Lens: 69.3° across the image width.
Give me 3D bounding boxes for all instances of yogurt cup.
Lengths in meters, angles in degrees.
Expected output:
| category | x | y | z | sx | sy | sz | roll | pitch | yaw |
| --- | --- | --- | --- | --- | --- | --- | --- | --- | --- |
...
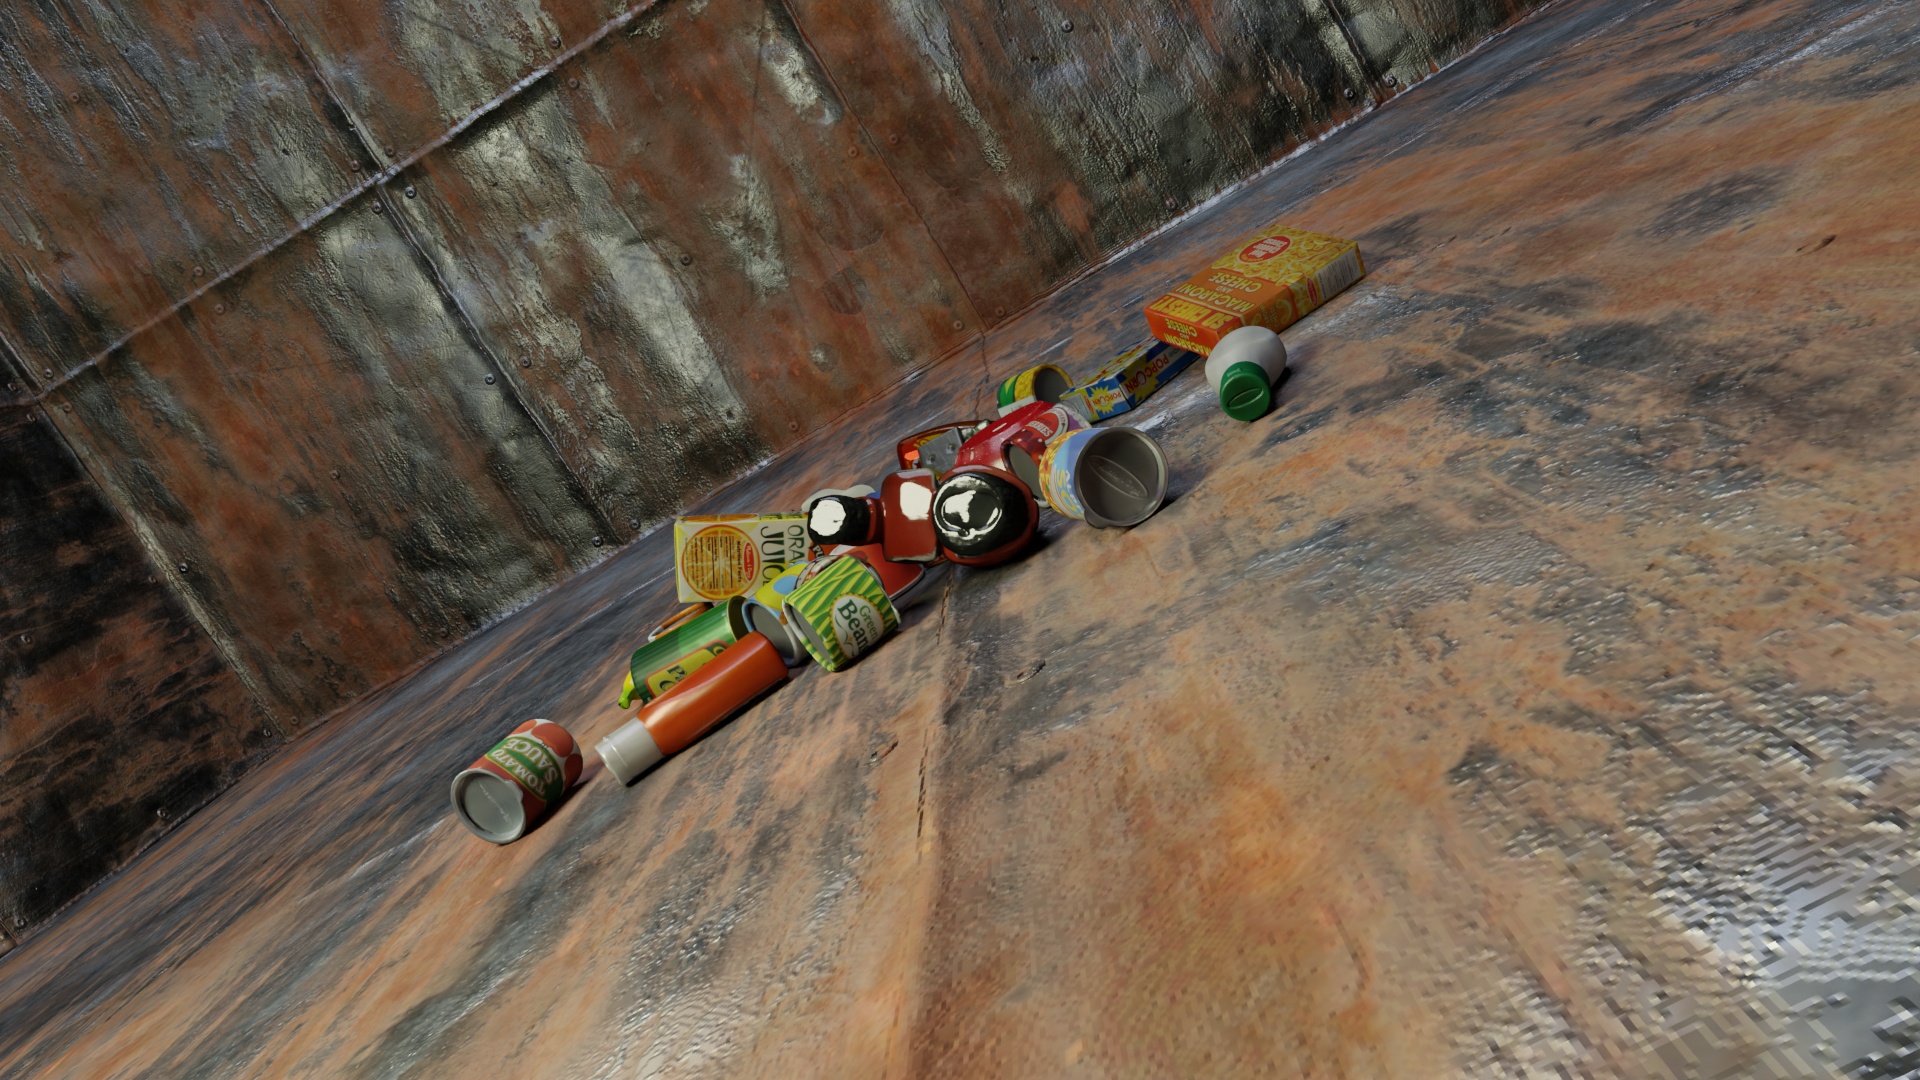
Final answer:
| category | x | y | z | sx | sy | sz | roll | pitch | yaw |
| --- | --- | --- | --- | --- | --- | --- | --- | --- | --- |
| yogurt cup | -0.072 | 0.021 | 1.143 | 0.072 | 0.054 | 0.072 | -29 | 11 | 6 |

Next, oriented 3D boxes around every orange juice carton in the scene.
| category | x | y | z | sx | sy | sz | roll | pitch | yaw |
| --- | --- | --- | --- | --- | --- | --- | --- | --- | --- |
| orange juice carton | -0.160 | 0.012 | 1.264 | 0.193 | 0.073 | 0.072 | -3 | 7 | -9 |

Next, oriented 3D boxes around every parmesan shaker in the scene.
| category | x | y | z | sx | sy | sz | roll | pitch | yaw |
| --- | --- | --- | --- | --- | --- | --- | --- | --- | --- |
| parmesan shaker | -0.210 | 0.099 | 1.146 | 0.103 | 0.071 | 0.071 | -29 | 10 | 17 |

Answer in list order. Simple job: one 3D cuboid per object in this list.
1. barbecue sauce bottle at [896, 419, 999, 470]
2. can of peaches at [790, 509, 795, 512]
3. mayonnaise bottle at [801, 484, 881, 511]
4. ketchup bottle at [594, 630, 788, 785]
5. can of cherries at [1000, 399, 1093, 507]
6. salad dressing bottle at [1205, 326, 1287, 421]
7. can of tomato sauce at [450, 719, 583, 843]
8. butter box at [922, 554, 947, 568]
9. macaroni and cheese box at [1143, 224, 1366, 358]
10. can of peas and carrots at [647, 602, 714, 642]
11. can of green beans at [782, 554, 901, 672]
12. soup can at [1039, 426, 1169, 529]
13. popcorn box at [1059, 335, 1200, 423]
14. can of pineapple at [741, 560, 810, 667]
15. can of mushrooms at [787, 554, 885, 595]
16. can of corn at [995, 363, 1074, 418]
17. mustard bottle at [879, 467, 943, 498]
| category | x | y | z | sx | sy | sz | roll | pitch | yaw |
| --- | --- | --- | --- | --- | --- | --- | --- | --- | --- |
| barbecue sauce bottle | 0.010 | -0.097 | 1.456 | 0.148 | 0.065 | 0.044 | -17 | 3 | 21 |
| can of peaches | -0.185 | 0.012 | 1.474 | 0.058 | 0.071 | 0.071 | -30 | 10 | 4 |
| mayonnaise bottle | -0.110 | -0.028 | 1.466 | 0.041 | 0.064 | 0.148 | -37 | 15 | -33 |
| ketchup bottle | -0.203 | 0.126 | 1.049 | 0.149 | 0.043 | 0.064 | -35 | 10 | -19 |
| can of cherries | 0.073 | -0.070 | 1.120 | 0.058 | 0.071 | 0.071 | -35 | 11 | -18 |
| salad dressing bottle | 0.218 | -0.128 | 1.064 | 0.064 | 0.044 | 0.148 | -25 | 13 | 20 |
| can of tomato sauce | -0.347 | 0.187 | 1.096 | 0.071 | 0.071 | 0.083 | -26 | 11 | 26 |
| butter box | 0.004 | -0.015 | 1.181 | 0.053 | 0.024 | 0.104 | -25 | 12 | 34 |
| macaroni and cheese box | 0.276 | -0.233 | 1.309 | 0.167 | 0.040 | 0.124 | -34 | 30 | -12 |
| can of peas and carrots | -0.236 | 0.093 | 1.252 | 0.071 | 0.058 | 0.071 | -30 | 11 | 6 |
| can of green beans | -0.087 | 0.053 | 1.006 | 0.058 | 0.071 | 0.071 | -35 | 11 | -20 |
| soup can | 0.094 | -0.042 | 0.949 | 0.071 | 0.071 | 0.084 | -33 | 10 | -10 |
| popcorn box | 0.170 | -0.164 | 1.375 | 0.127 | 0.038 | 0.085 | -38 | 14 | -34 |
| can of pineapple | -0.132 | 0.058 | 1.103 | 0.058 | 0.071 | 0.071 | -38 | 12 | -32 |
| can of mushrooms | -0.094 | 0.044 | 1.060 | 0.071 | 0.071 | 0.033 | -35 | 12 | -21 |
| can of corn | 0.082 | -0.152 | 1.478 | 0.058 | 0.071 | 0.071 | -17 | 17 | 49 |
| mustard bottle | -0.047 | -0.030 | 1.302 | 0.065 | 0.049 | 0.160 | -63 | 16 | -11 |
